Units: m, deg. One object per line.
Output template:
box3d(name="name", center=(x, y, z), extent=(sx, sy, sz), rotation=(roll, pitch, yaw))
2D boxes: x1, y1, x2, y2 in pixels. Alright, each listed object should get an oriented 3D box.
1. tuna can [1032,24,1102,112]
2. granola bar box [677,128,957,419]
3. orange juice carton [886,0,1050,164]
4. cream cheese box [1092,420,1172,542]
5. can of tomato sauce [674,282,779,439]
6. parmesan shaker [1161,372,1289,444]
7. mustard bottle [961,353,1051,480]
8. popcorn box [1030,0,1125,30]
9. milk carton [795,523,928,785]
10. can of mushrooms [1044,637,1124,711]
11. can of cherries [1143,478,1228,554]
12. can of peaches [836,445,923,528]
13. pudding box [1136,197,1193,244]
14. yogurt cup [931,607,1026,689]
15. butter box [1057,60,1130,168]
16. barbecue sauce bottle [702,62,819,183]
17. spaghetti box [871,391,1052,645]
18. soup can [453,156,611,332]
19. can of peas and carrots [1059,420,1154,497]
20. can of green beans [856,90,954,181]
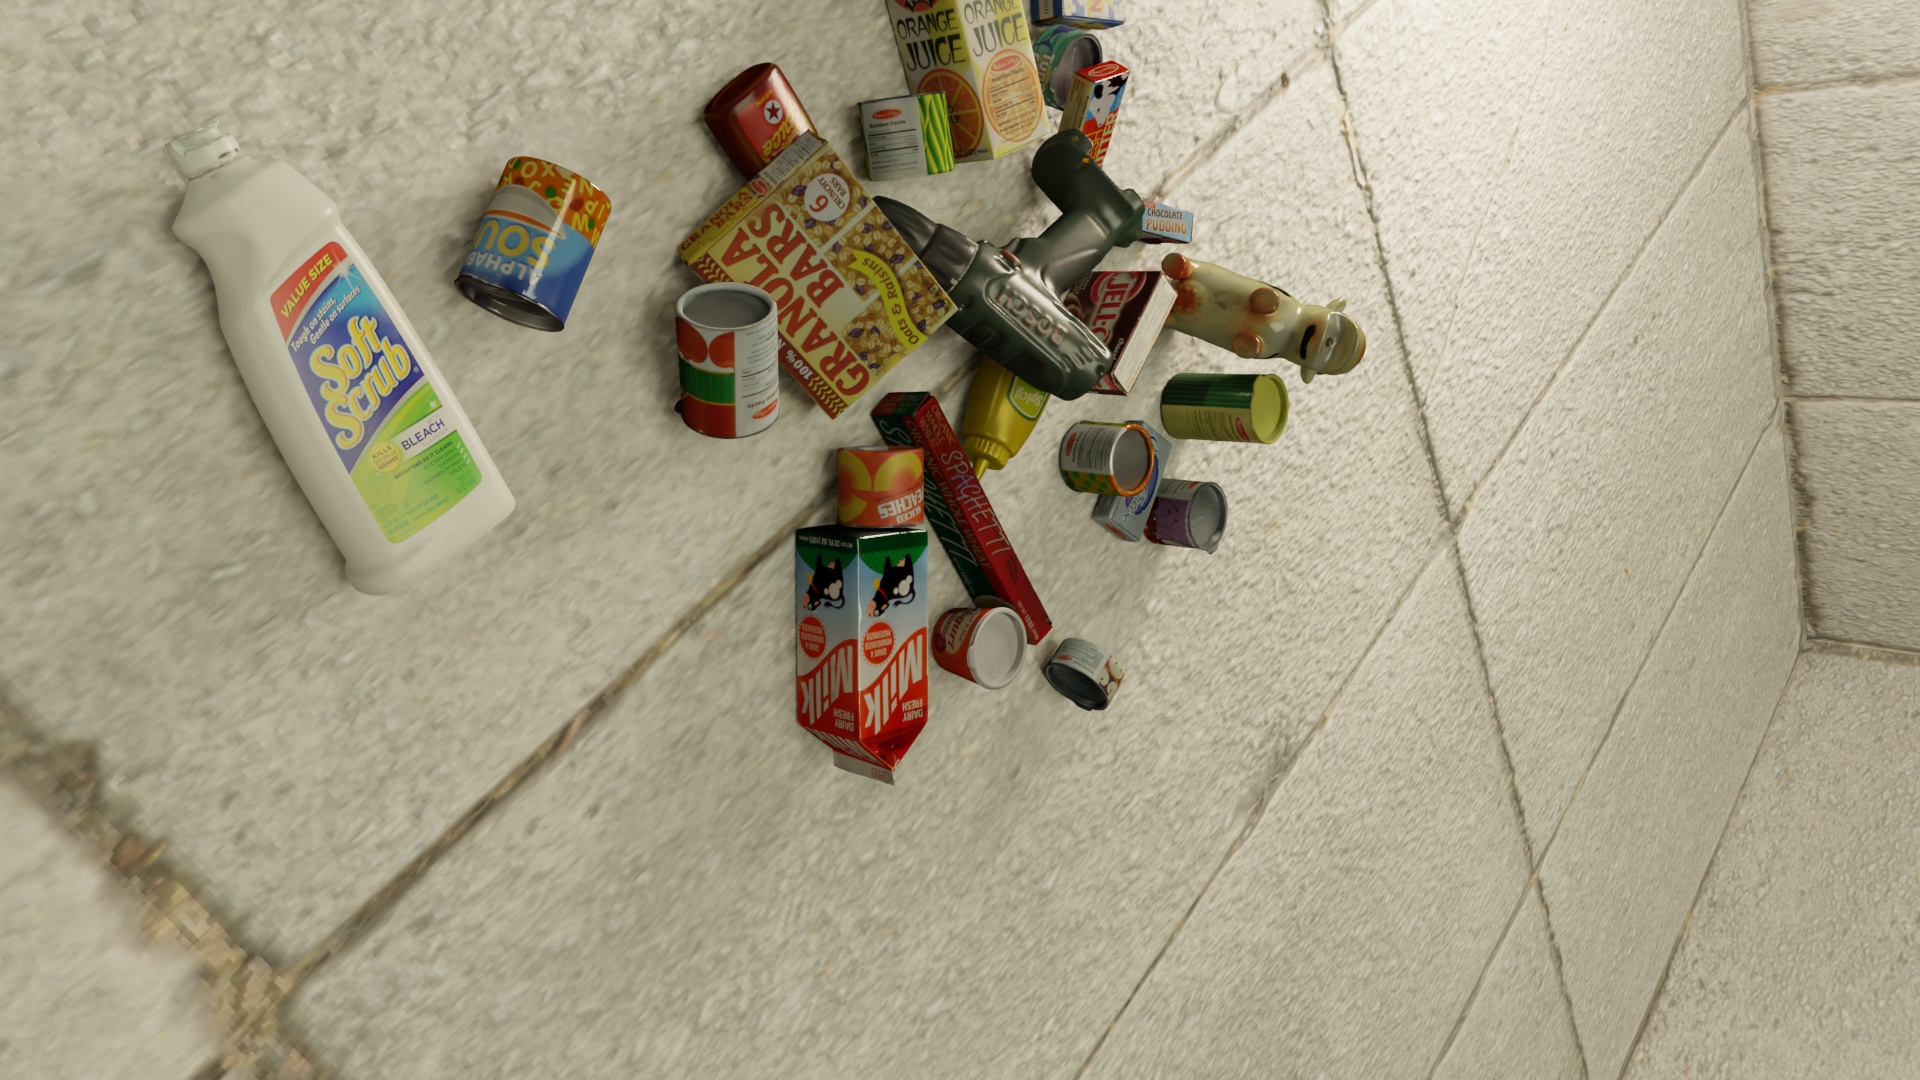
box3d(name="tuna can", center=(0.084, -0.392, 1.156), extent=(0.071, 0.033, 0.070), rotation=(-37, 143, -34))
box3d(name="granola bar box", center=(-0.096, -0.182, 0.973), extent=(0.124, 0.039, 0.165), rotation=(-42, 129, 1))
box3d(name="orange juice carton", center=(0.000, -0.391, 1.056), extent=(0.073, 0.072, 0.192), rotation=(-35, 119, -38))
box3d(name="cream cheese box", center=(0.162, -0.056, 1.302), extent=(0.053, 0.024, 0.104), rotation=(33, 72, -43))
box3d(name="can of tomato sauce", center=(-0.156, -0.120, 0.920), extent=(0.071, 0.071, 0.082), rotation=(-33, 142, -38))
box3d(name="parmesan shaker", center=(0.251, -0.130, 1.327), extent=(0.071, 0.103, 0.071), rotation=(-9, 102, -45))
box3d(name="mustard bottle", center=(0.037, -0.109, 1.148), extent=(0.065, 0.049, 0.160), rotation=(33, 72, -38))
box3d(name="popcorn box", center=(0.097, -0.498, 1.166), extent=(0.085, 0.038, 0.126), rotation=(-15, 106, -43))
box3d(name="milk carton", center=(-0.073, 0.085, 1.045), extent=(0.073, 0.072, 0.190), rotation=(-7, 101, -45))
box3d(name="can of mushrooms", center=(0.112, 0.121, 1.246), extent=(0.033, 0.071, 0.070), rotation=(-55, 130, -27))
box3d(name="can of cherries", center=(0.215, -0.023, 1.337), extent=(0.072, 0.058, 0.071), rotation=(-8, 101, -46))
box3d(name="can of peaches", center=(-0.059, -0.041, 1.044), extent=(0.071, 0.071, 0.058), rotation=(-6, 99, -45))
box3d(name="pudding box", center=(0.167, -0.289, 1.258), extent=(0.084, 0.049, 0.030), rotation=(1, 97, -45))
box3d(name="yogurt cup", center=(0.014, 0.086, 1.148), extent=(0.072, 0.054, 0.072), rotation=(-8, 102, -45))
box3d(name="butter box", center=(0.106, -0.349, 1.171), extent=(0.053, 0.024, 0.103), rotation=(-32, 150, -39))
box3d(name="barbecue sauce bottle", center=(-0.116, -0.256, 0.976), extent=(0.065, 0.043, 0.148), rotation=(-54, 130, -25))
box3d(name="spaghetti box", center=(0.004, -0.014, 1.127), extent=(0.029, 0.050, 0.249), rotation=(-49, 127, -31))
box3d(name="soup can", center=(-0.255, -0.177, 0.826), extent=(0.071, 0.071, 0.084), rotation=(29, 74, -44))
box3d(name="can of peas and carrots", center=(0.133, -0.073, 1.246), extent=(0.071, 0.058, 0.071), rotation=(-9, 102, -45))
box3d(name="can of green beans", center=(-0.040, -0.300, 1.032), extent=(0.071, 0.071, 0.057), rotation=(-23, 112, -42))
